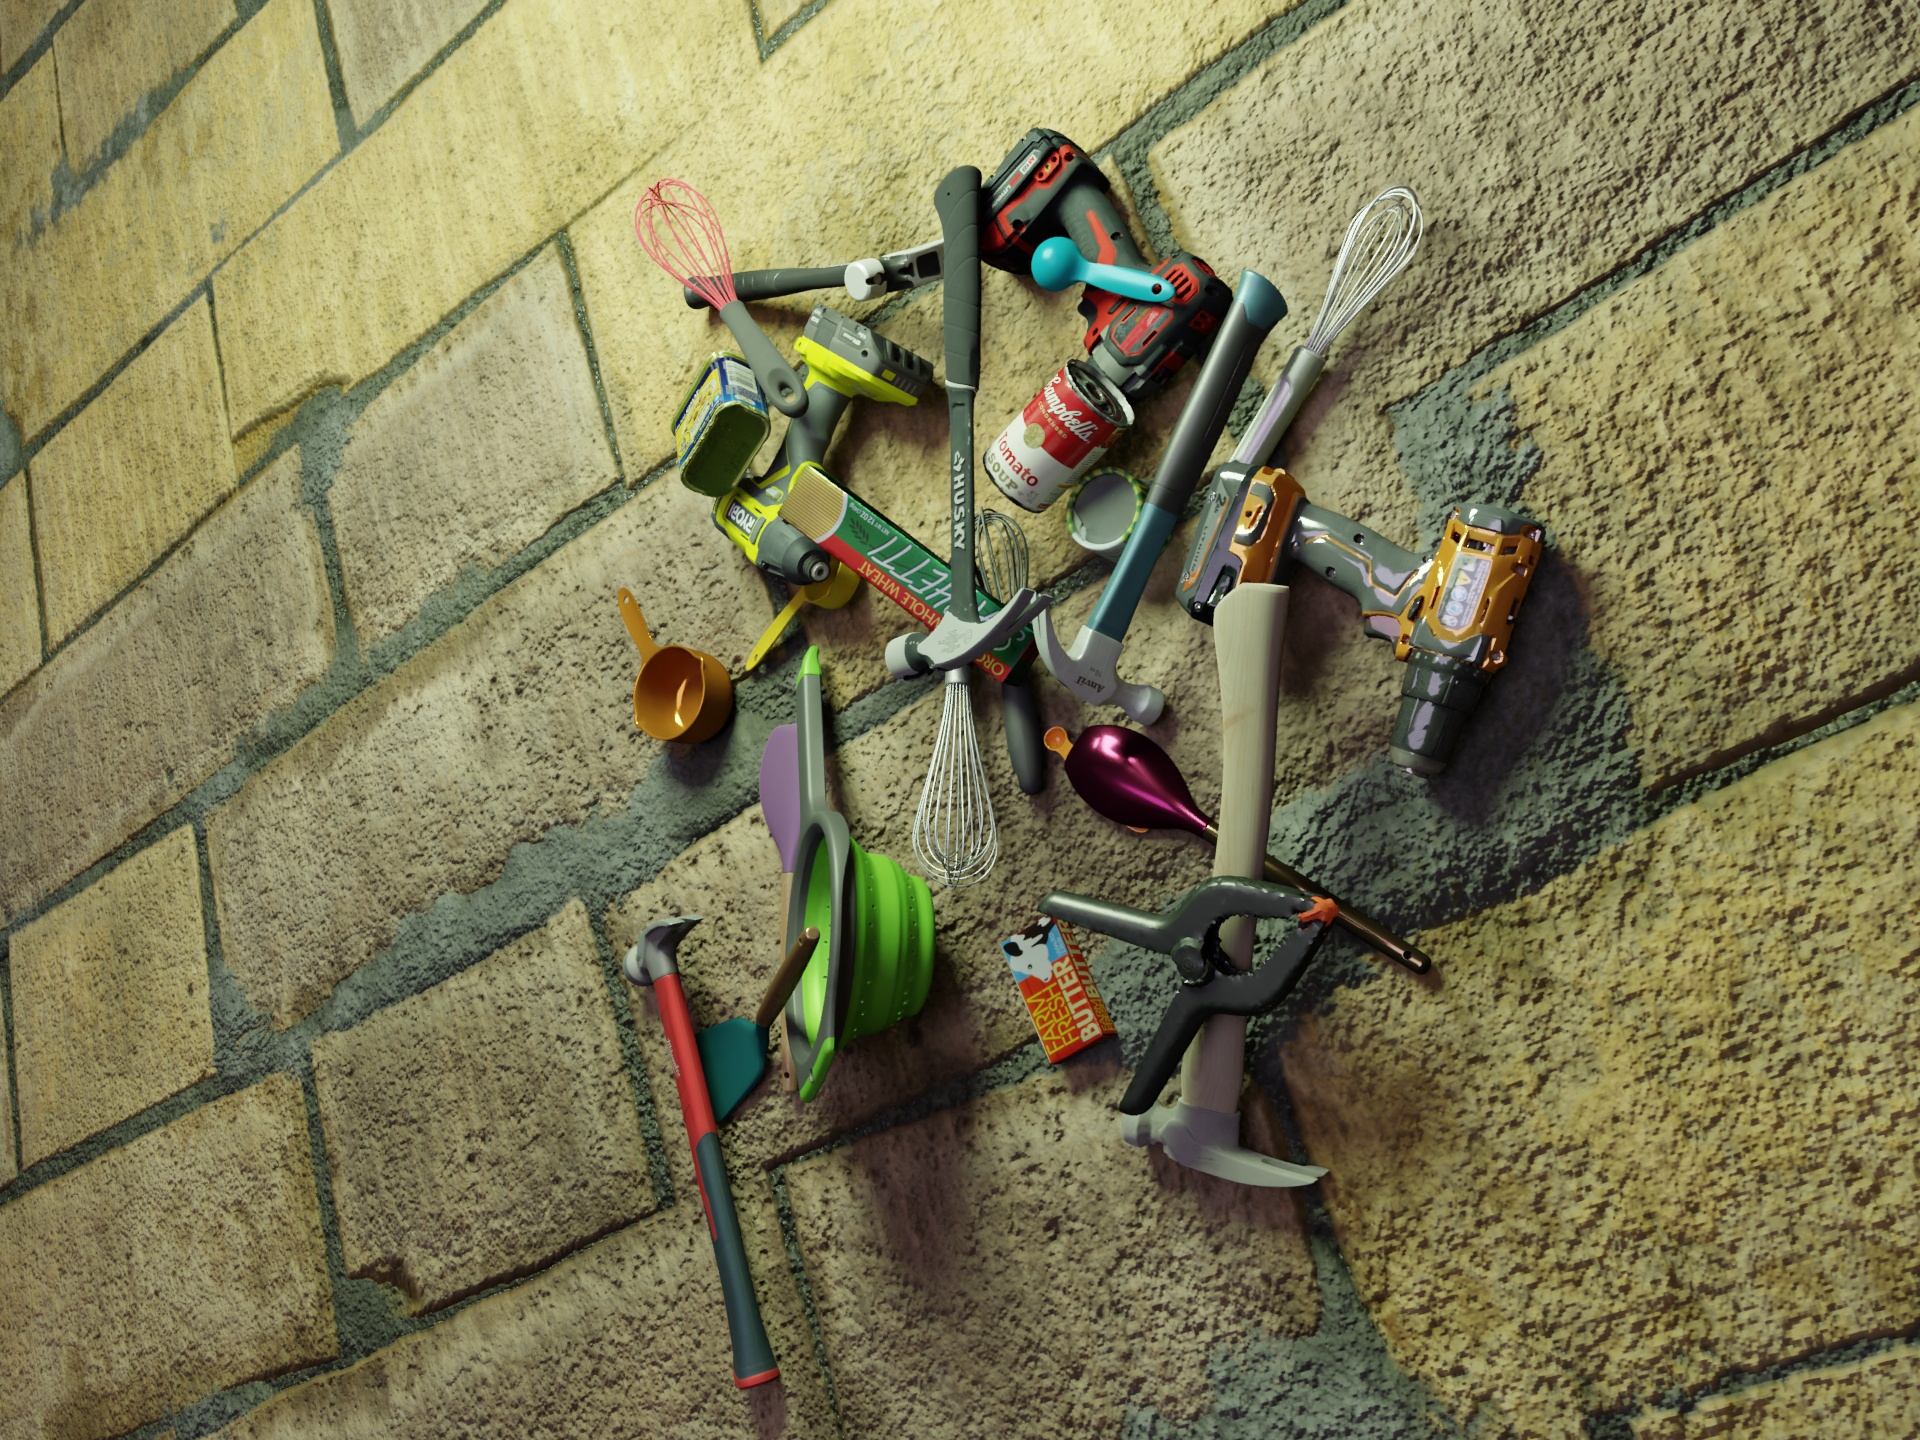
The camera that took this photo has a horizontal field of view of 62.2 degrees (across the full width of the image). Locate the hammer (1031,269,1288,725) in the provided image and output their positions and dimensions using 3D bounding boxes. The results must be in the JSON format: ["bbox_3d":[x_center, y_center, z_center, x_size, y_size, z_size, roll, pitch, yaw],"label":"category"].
[{"bbox_3d":[0.155,-0.167,1.166,0.331,0.128,0.033,-66,22,7],"label":"hammer"}]

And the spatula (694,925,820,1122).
[{"bbox_3d":[-0.163,0.236,1.285,0.082,0.044,0.317,68,152,24],"label":"spatula"}]

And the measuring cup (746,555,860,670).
[{"bbox_3d":[-0.139,-0.093,1.407,0.156,0.029,0.062,-47,38,30],"label":"measuring cup"}]

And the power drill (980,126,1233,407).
[{"bbox_3d":[0.089,-0.338,1.271,0.188,0.080,0.227,-46,64,22],"label":"power drill"}]

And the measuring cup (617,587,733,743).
[{"bbox_3d":[-0.268,-0.054,1.471,0.095,0.052,0.174,-42,60,20],"label":"measuring cup"}]

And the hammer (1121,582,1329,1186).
[{"bbox_3d":[0.198,0.113,1.091,0.146,0.038,0.410,9,98,33],"label":"hammer"}]

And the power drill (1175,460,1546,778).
[{"bbox_3d":[0.268,-0.075,1.104,0.226,0.084,0.185,20,94,30],"label":"power drill"}]

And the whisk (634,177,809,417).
[{"bbox_3d":[-0.207,-0.370,1.382,0.073,0.073,0.296,-42,65,20],"label":"whisk"}]

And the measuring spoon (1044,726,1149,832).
[{"bbox_3d":[0.106,0.046,1.229,0.021,0.011,0.117,-48,63,7],"label":"measuring spoon"}]

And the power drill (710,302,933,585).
[{"bbox_3d":[-0.120,-0.231,1.373,0.171,0.080,0.223,40,106,48],"label":"power drill"}]

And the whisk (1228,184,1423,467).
[{"bbox_3d":[0.261,-0.275,1.162,0.058,0.059,0.246,44,111,42],"label":"whisk"}]

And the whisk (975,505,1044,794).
[{"bbox_3d":[0.039,-0.057,1.272,0.055,0.055,0.239,-14,79,31],"label":"whisk"}]

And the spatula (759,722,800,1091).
[{"bbox_3d":[-0.148,0.158,1.371,0.060,0.018,0.316,-8,76,26],"label":"spatula"}]

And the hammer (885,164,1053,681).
[{"bbox_3d":[0.004,-0.240,1.216,0.149,0.036,0.409,-16,69,44],"label":"hammer"}]

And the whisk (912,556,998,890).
[{"bbox_3d":[-0.002,-0.004,1.285,0.070,0.070,0.285,-9,72,32],"label":"whisk"}]

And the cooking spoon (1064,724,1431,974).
[{"bbox_3d":[0.200,0.092,1.150,0.319,0.017,0.069,33,91,32],"label":"cooking spoon"}]

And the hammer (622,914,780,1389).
[{"bbox_3d":[-0.209,0.358,1.338,0.143,0.038,0.387,-41,61,54],"label":"hammer"}]

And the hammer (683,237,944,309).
[{"bbox_3d":[-0.137,-0.395,1.421,0.335,0.146,0.035,10,119,45],"label":"hammer"}]

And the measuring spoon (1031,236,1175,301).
[{"bbox_3d":[0.105,-0.339,1.205,0.129,0.021,0.042,24,101,31],"label":"measuring spoon"}]

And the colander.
[{"bbox_3d":[-0.082,0.108,1.294,0.204,0.094,0.398,115,155,-52],"label":"colander"}]
